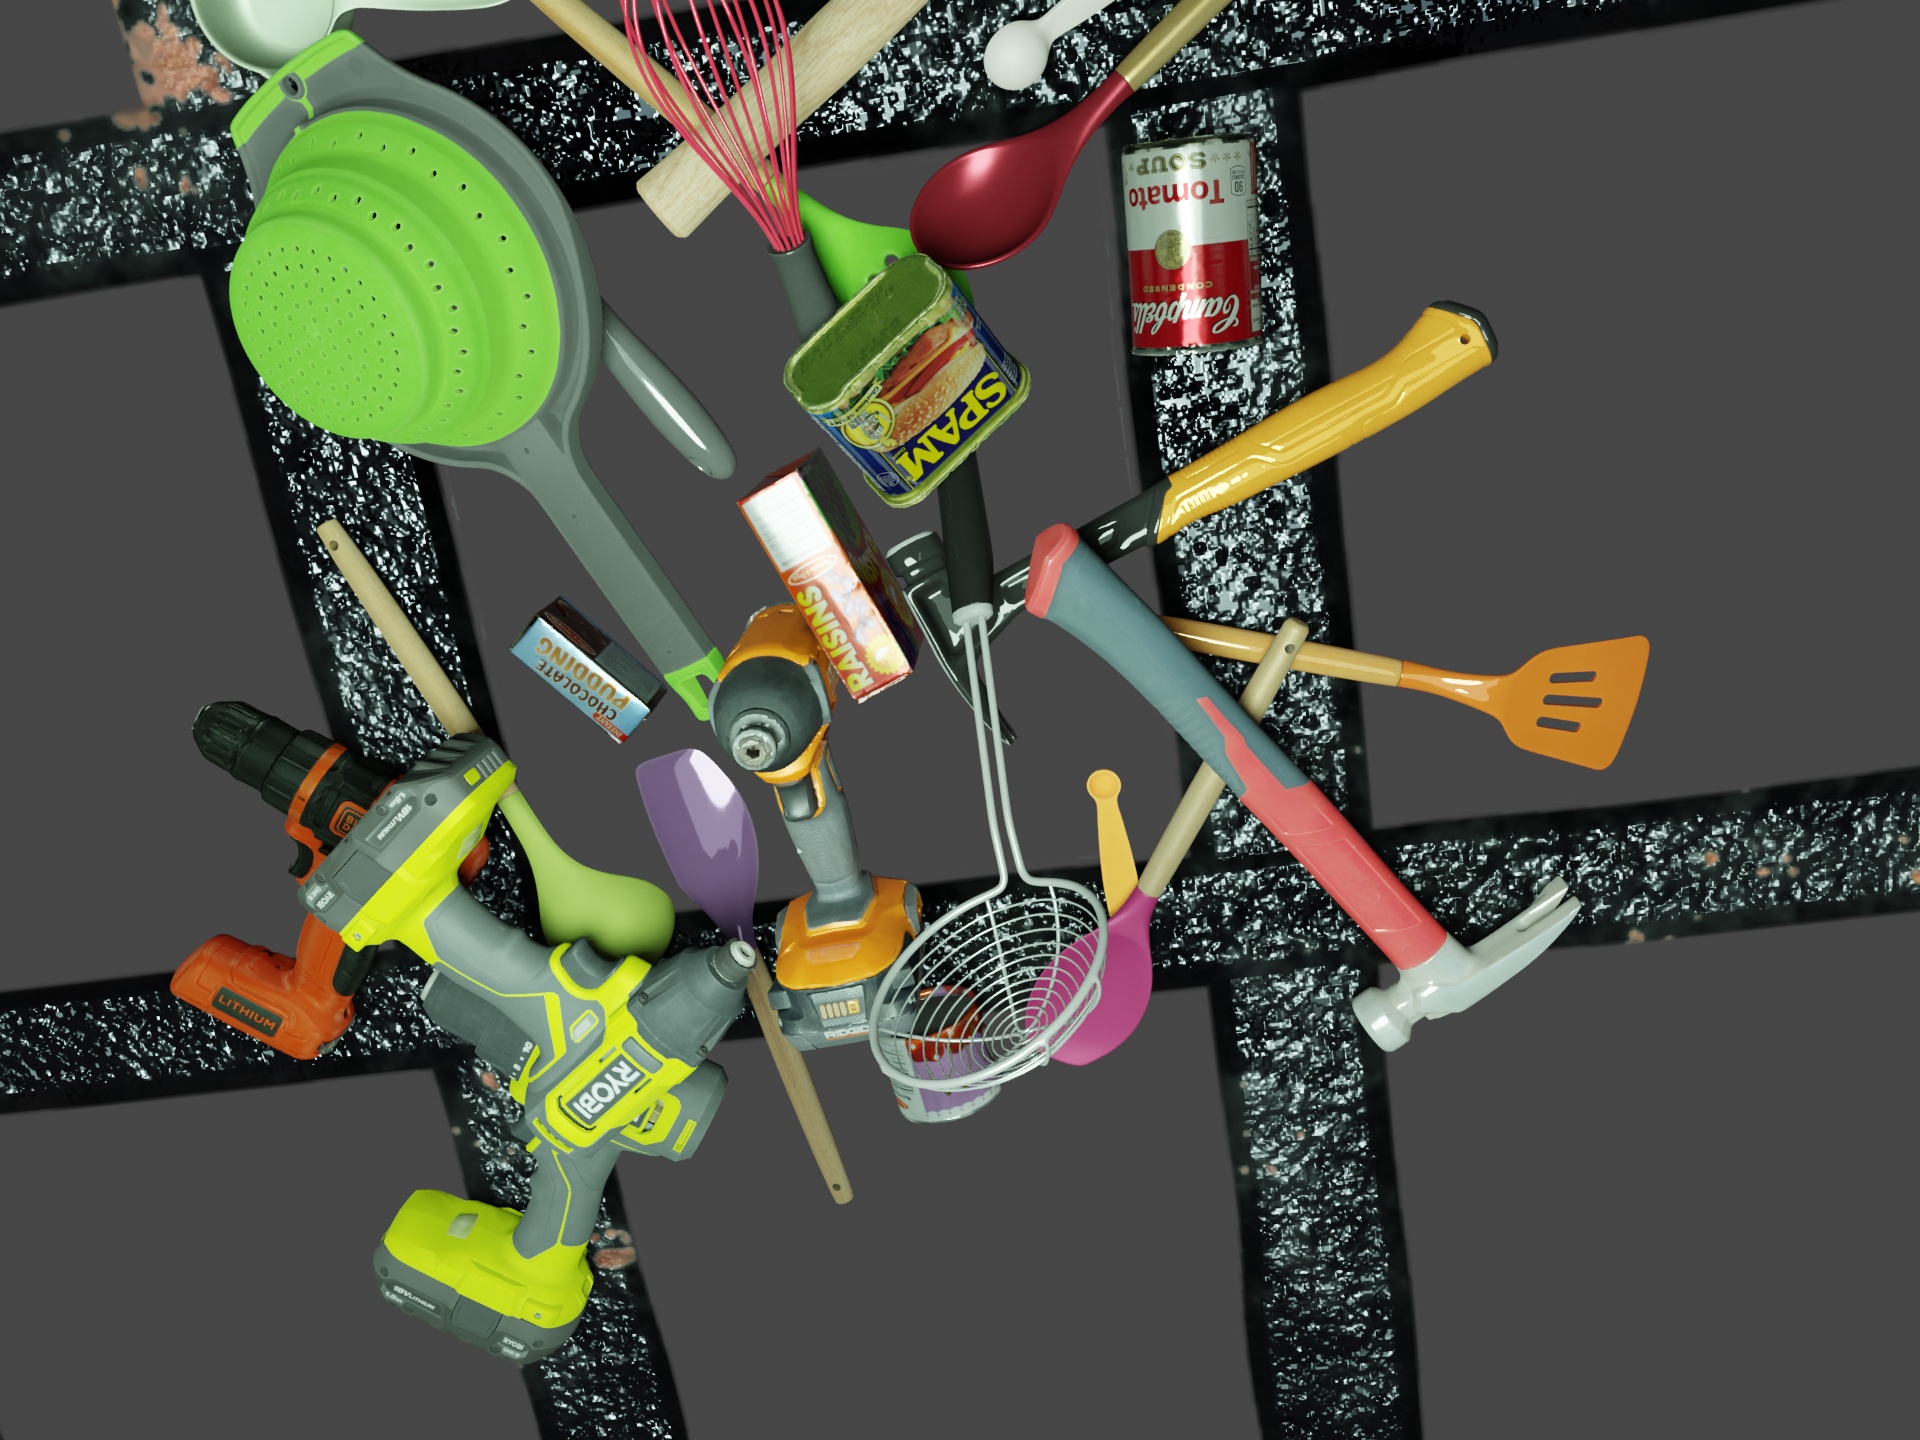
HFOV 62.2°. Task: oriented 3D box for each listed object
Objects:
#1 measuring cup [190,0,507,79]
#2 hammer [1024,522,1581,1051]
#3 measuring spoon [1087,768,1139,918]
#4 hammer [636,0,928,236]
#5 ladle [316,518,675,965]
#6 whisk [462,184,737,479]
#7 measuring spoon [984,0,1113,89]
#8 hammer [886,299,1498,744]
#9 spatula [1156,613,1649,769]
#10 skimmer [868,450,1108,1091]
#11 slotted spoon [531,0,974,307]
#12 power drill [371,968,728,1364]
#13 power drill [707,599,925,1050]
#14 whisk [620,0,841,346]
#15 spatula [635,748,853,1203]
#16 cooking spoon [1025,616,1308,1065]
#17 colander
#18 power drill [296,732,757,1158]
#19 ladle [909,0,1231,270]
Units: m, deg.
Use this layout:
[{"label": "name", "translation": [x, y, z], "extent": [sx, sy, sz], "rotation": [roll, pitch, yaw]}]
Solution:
[{"label": "measuring cup", "translation": [-0.303, -0.370, 0.809], "extent": [0.167, 0.038, 0.083], "rotation": [0, 108, 2]}, {"label": "hammer", "translation": [0.182, 0.026, 0.866], "extent": [0.143, 0.038, 0.386], "rotation": [-39, 113, 14]}, {"label": "measuring spoon", "translation": [0.093, 0.081, 0.944], "extent": [0.021, 0.011, 0.116], "rotation": [-8, 111, 9]}, {"label": "hammer", "translation": [-0.031, -0.364, 0.778], "extent": [0.331, 0.031, 0.130], "rotation": [-40, 100, 9]}, {"label": "ladle", "translation": [-0.277, 0.019, 0.939], "extent": [0.078, 0.062, 0.320], "rotation": [-30, 97, 15]}, {"label": "whisk", "translation": [-0.200, -0.223, 0.845], "extent": [0.055, 0.055, 0.238], "rotation": [-37, 106, 14]}, {"label": "measuring spoon", "translation": [0.067, -0.355, 0.789], "extent": [0.124, 0.018, 0.034], "rotation": [-34, 146, 10]}, {"label": "hammer", "translation": [0.132, -0.116, 0.853], "extent": [0.337, 0.034, 0.127], "rotation": [-29, 90, 11]}, {"label": "spatula", "translation": [0.220, -0.033, 0.890], "extent": [0.322, 0.041, 0.081], "rotation": [11, 110, 5]}, {"label": "skimmer", "translation": [-0.001, -0.003, 0.785], "extent": [0.127, 0.090, 0.363], "rotation": [-17, 71, 30]}, {"label": "slotted spoon", "translation": [-0.120, -0.295, 0.826], "extent": [0.313, 0.031, 0.070], "rotation": [39, 107, -7]}, {"label": "power drill", "translation": [-0.276, 0.271, 0.998], "extent": [0.190, 0.080, 0.228], "rotation": [27, 105, -5]}, {"label": "power drill", "translation": [-0.081, 0.062, 0.869], "extent": [0.084, 0.164, 0.226], "rotation": [-11, 109, 6]}, {"label": "whisk", "translation": [-0.090, -0.250, 0.774], "extent": [0.073, 0.073, 0.295], "rotation": [-14, 133, 9]}, {"label": "spatula", "translation": [-0.121, 0.163, 0.981], "extent": [0.060, 0.018, 0.315], "rotation": [-16, 105, 8]}, {"label": "cooking spoon", "translation": [0.121, 0.078, 0.922], "extent": [0.068, 0.017, 0.318], "rotation": [23, 115, -6]}, {"label": "colander", "translation": [-0.249, -0.143, 0.822], "extent": [0.204, 0.094, 0.396], "rotation": [-20, 113, 32]}, {"label": "power drill", "translation": [-0.233, 0.121, 0.879], "extent": [0.223, 0.080, 0.171], "rotation": [44, 112, -8]}, {"label": "ladle", "translation": [0.100, -0.339, 0.792], "extent": [0.315, 0.031, 0.069], "rotation": [-42, 69, 12]}]
